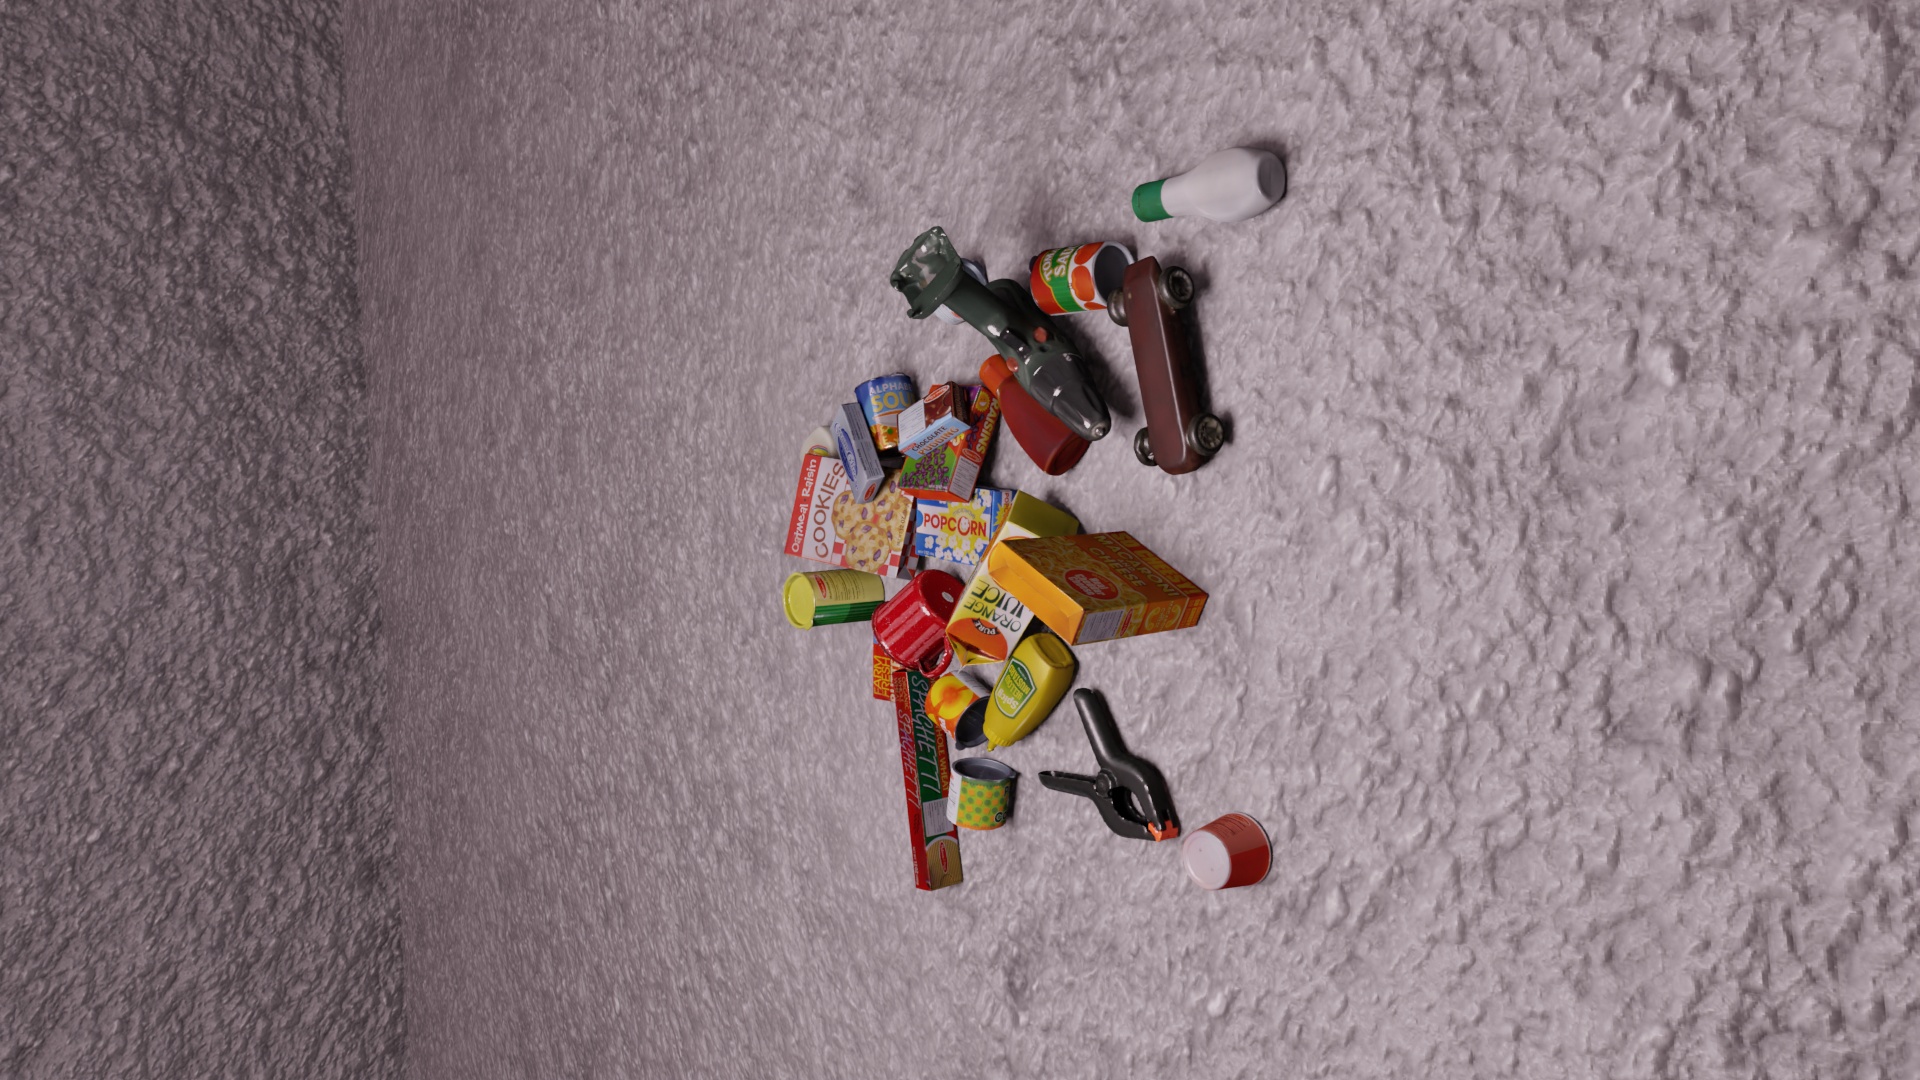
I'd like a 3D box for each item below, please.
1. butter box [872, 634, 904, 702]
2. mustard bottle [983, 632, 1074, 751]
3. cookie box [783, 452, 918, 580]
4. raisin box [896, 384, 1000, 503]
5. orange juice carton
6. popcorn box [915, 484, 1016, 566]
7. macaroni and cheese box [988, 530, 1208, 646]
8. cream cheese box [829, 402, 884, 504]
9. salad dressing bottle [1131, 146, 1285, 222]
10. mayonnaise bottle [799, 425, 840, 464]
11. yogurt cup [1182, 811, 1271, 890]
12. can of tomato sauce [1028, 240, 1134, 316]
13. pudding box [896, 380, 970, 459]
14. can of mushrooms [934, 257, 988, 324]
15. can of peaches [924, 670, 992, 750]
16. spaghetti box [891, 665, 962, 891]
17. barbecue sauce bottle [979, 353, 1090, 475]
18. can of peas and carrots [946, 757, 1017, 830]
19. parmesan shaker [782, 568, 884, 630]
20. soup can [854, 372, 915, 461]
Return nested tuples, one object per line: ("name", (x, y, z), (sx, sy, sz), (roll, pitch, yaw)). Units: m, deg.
("butter box", (-0.078, 0.138, 1.630), (0.053, 0.024, 0.103), (5, 96, 48))
("mustard bottle", (0.062, 0.170, 1.455), (0.065, 0.049, 0.159), (52, 128, 35))
("cookie box", (-0.119, -0.029, 1.605), (0.167, 0.040, 0.123), (11, 89, 33))
("raisin box", (-0.012, -0.105, 1.497), (0.086, 0.040, 0.123), (6, 74, 49))
("orange juice carton", (0.044, 0.051, 1.429), (0.073, 0.072, 0.191), (27, 121, -3))
("popcorn box", (0.005, -0.019, 1.515), (0.126, 0.038, 0.085), (10, 101, 48))
("macaroni and cheese box", (0.127, 0.041, 1.283), (0.124, 0.167, 0.040), (41, 122, 40))
("cream cheese box", (-0.116, -0.099, 1.562), (0.104, 0.024, 0.053), (69, 152, 24))
("salad dressing bottle", (0.220, -0.315, 1.250), (0.147, 0.044, 0.064), (3, 97, 50))
("mayonnaise bottle", (-0.142, -0.067, 1.677), (0.064, 0.041, 0.148), (-51, 56, 34))
("yogurt cup", (0.239, 0.284, 1.257), (0.072, 0.054, 0.072), (4, 96, 48))
("can of tomato sauce", (0.118, -0.256, 1.348), (0.083, 0.071, 0.071), (4, 95, 48))
("pudding box", (-0.029, -0.126, 1.471), (0.083, 0.030, 0.050), (-29, 50, 34))
("can of mushrooms", (-0.002, -0.268, 1.489), (0.033, 0.071, 0.071), (-16, 81, 49))
("can of peaches", (0.002, 0.184, 1.508), (0.058, 0.071, 0.071), (37, 119, 42))
("spaghetti box", (-0.038, 0.266, 1.573), (0.028, 0.050, 0.250), (-12, 83, 47))
("barbecue sauce bottle", (0.071, -0.135, 1.428), (0.064, 0.044, 0.149), (-52, 54, 21))
("can of peas and carrots", (0.023, 0.273, 1.495), (0.071, 0.071, 0.058), (19, 107, 46))
("parmesan shaker", (-0.149, 0.070, 1.647), (0.071, 0.103, 0.071), (4, 95, 49))
("soup can", (-0.079, -0.140, 1.581), (0.071, 0.071, 0.084), (-25, 75, 47))
